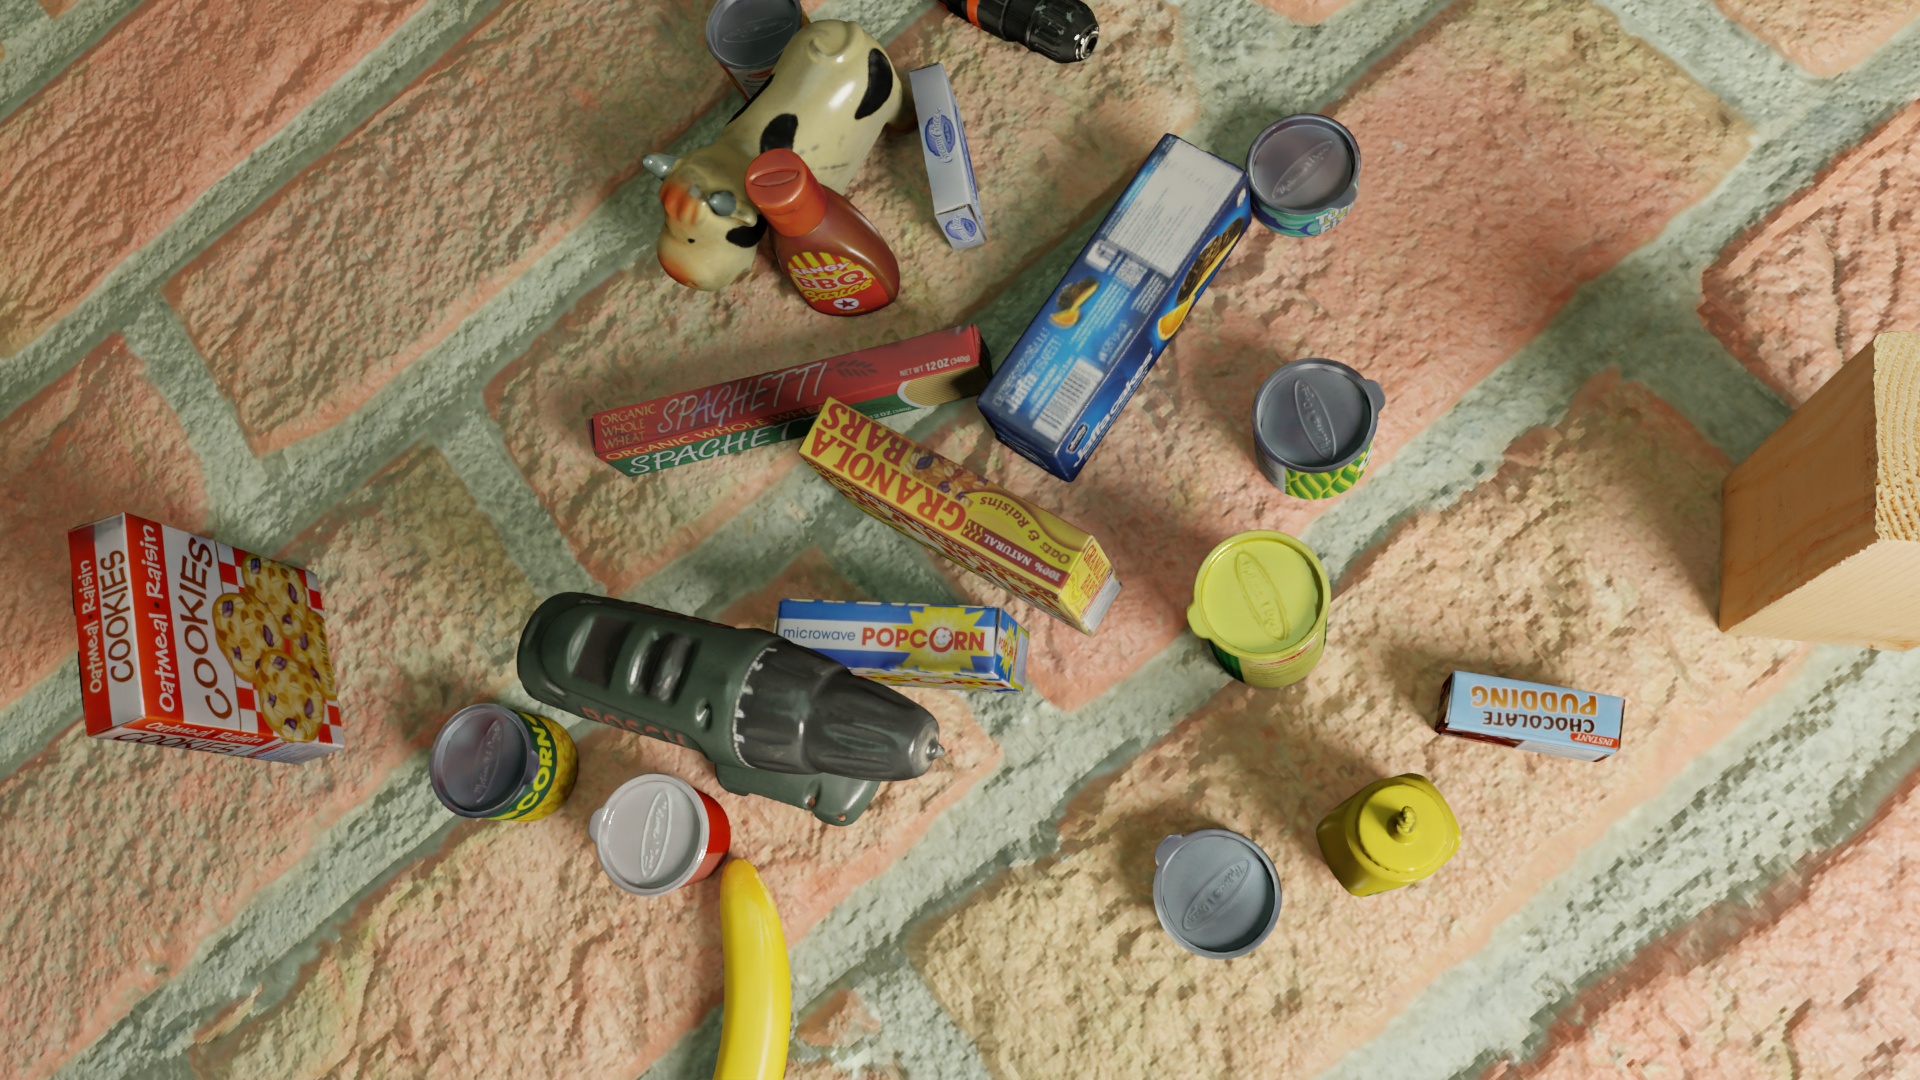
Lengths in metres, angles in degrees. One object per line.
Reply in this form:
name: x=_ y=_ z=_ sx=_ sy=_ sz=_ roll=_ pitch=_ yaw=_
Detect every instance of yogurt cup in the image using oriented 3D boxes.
yogurt cup: x=-0.167 y=0.170 z=0.799 sx=0.072 sy=0.054 sz=0.072 roll=-3 pitch=75 yaw=13

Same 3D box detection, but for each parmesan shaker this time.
parmesan shaker: x=0.157 y=0.039 z=0.731 sx=0.071 sy=0.103 sz=0.071 roll=-3 pitch=75 yaw=13

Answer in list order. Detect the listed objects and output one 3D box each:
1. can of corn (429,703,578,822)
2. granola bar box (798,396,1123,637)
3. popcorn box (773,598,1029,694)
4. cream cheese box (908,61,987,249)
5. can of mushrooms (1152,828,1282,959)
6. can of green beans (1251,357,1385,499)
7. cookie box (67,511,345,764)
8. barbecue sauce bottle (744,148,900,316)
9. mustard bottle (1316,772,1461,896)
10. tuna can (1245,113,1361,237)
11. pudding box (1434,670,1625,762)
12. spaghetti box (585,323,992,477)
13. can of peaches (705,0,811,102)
can of corn: x=-0.269 y=0.134 z=0.830 sx=0.071 sy=0.058 sz=0.071 roll=-3 pitch=75 yaw=13
granola bar box: x=0.003 y=-0.010 z=0.769 sx=0.166 sy=0.124 sz=0.039 roll=29 pitch=84 yaw=18
popcorn box: x=-0.032 y=0.060 z=0.780 sx=0.127 sy=0.085 sz=0.038 roll=2 pitch=77 yaw=14
cream cheese box: x=-0.008 y=-0.240 z=0.870 sx=0.024 sy=0.053 sz=0.104 roll=-13 pitch=73 yaw=10
can of mushrooms: x=0.134 y=0.185 z=0.735 sx=0.071 sy=0.033 sz=0.071 roll=-3 pitch=75 yaw=13
can of green beans: x=0.196 y=-0.061 z=0.772 sx=0.071 sy=0.057 sz=0.071 roll=-3 pitch=75 yaw=13
cookie box: x=-0.449 y=0.064 z=0.833 sx=0.040 sy=0.167 sz=0.123 roll=-20 pitch=72 yaw=8
barbecue sauce bottle: x=-0.084 y=-0.180 z=0.822 sx=0.065 sy=0.148 sz=0.044 roll=-5 pitch=75 yaw=12
mustard bottle: x=0.206 y=0.140 z=0.663 sx=0.065 sy=0.160 sz=0.049 roll=-29 pitch=71 yaw=5
tuna can: x=0.205 y=-0.214 z=0.824 sx=0.071 sy=0.032 sz=0.071 roll=-3 pitch=75 yaw=13
pudding box: x=0.291 y=0.091 z=0.714 sx=0.084 sy=0.049 sz=0.030 roll=8 pitch=78 yaw=15
spaghetti box: x=-0.105 y=-0.084 z=0.853 sx=0.250 sy=0.050 sz=0.029 roll=-12 pitch=74 yaw=10
can of peaches: x=-0.127 y=-0.327 z=0.919 sx=0.071 sy=0.058 sz=0.071 roll=-3 pitch=75 yaw=13
